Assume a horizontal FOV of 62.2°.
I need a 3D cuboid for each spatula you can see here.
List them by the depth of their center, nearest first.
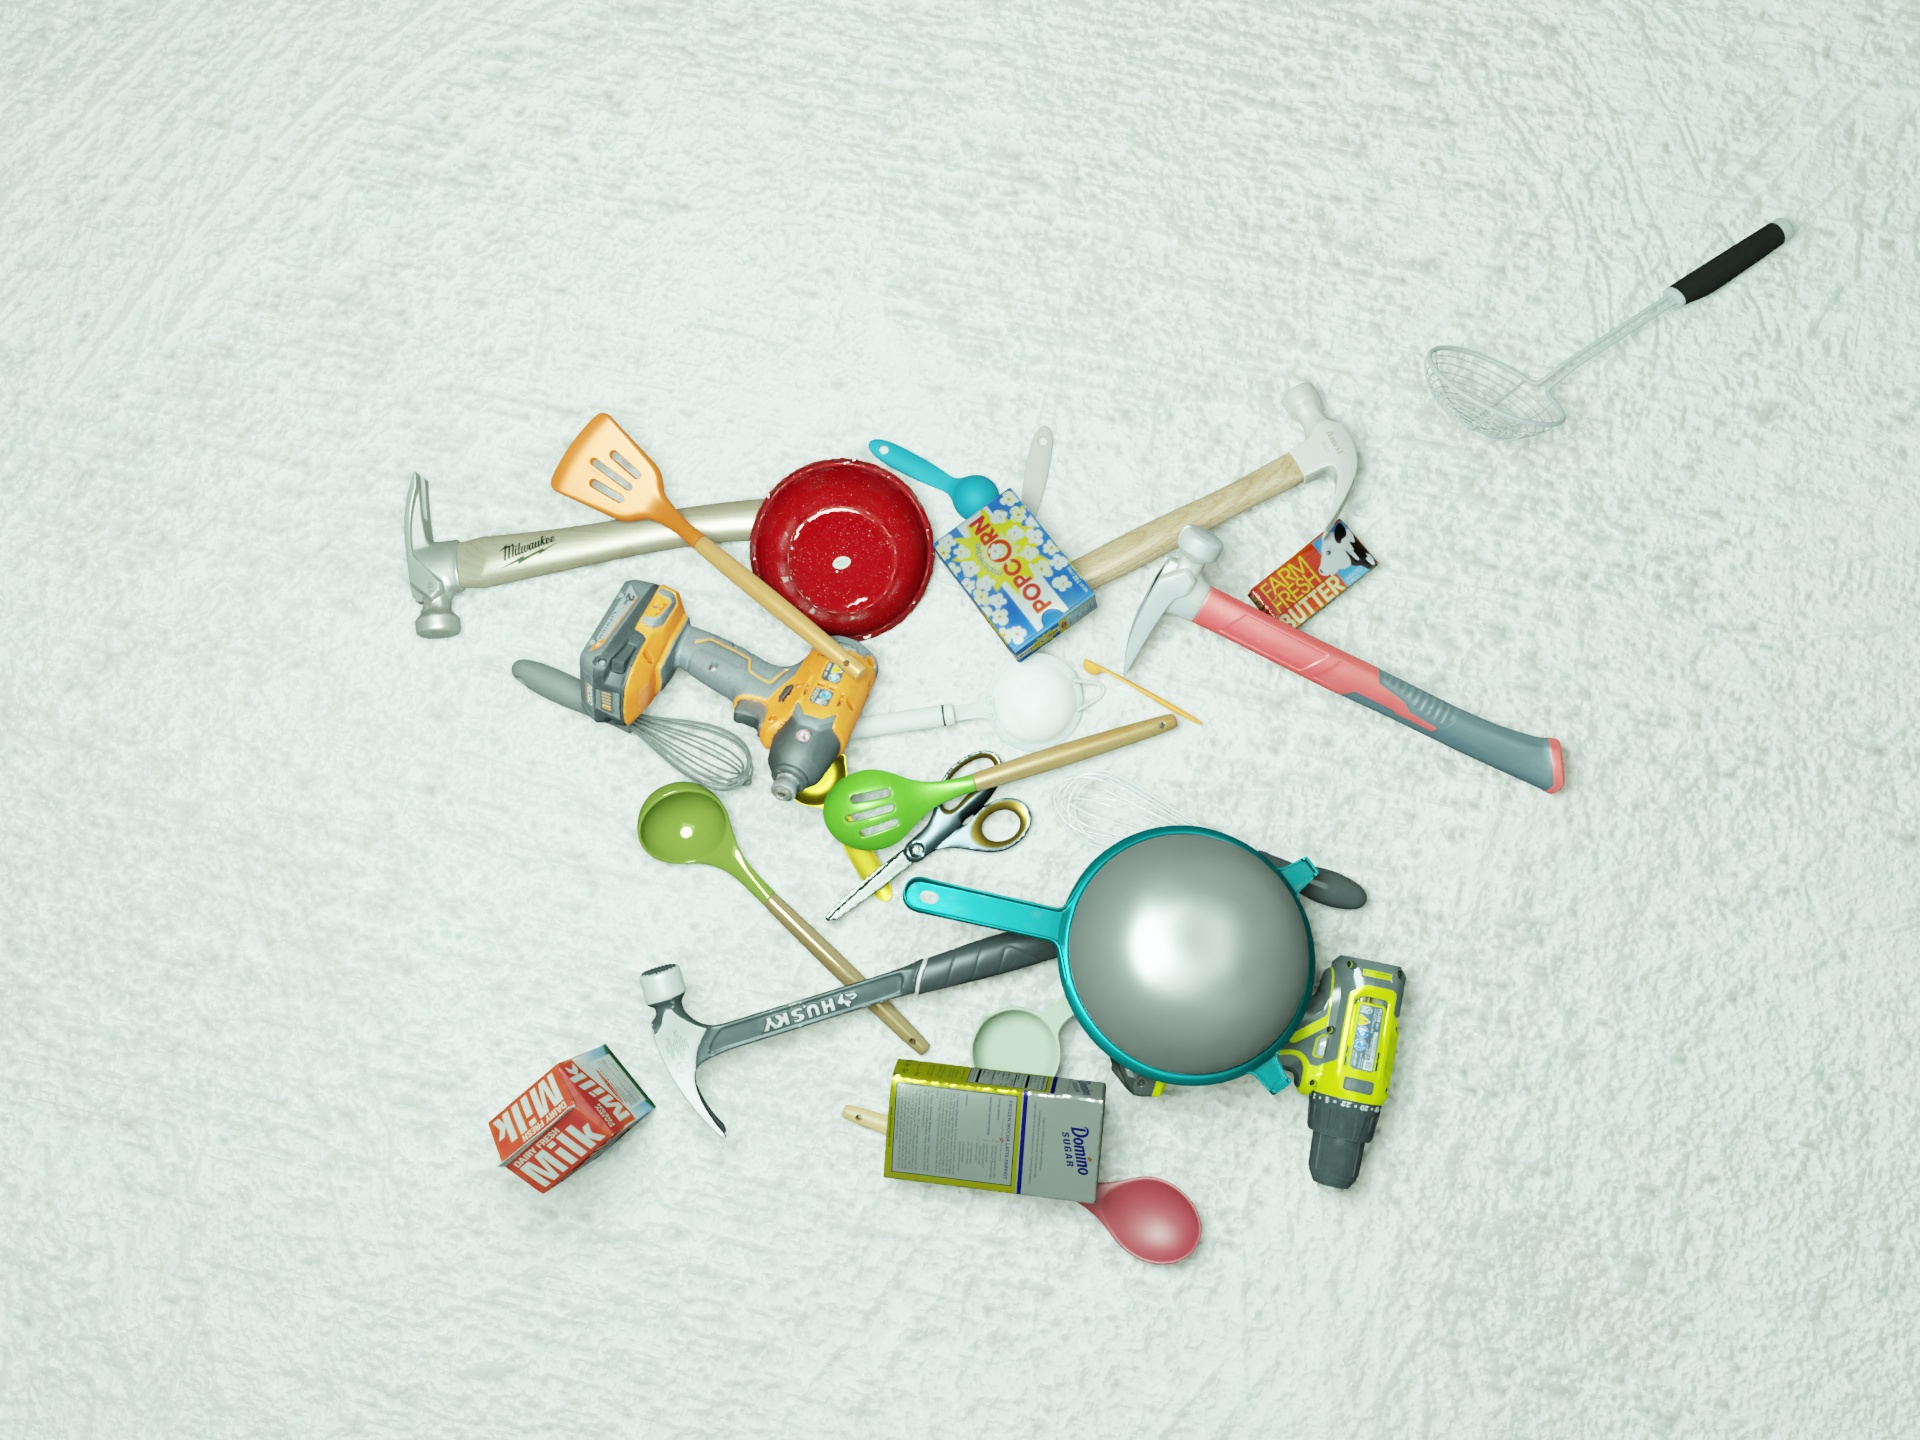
[{"bbox_3d":[-0.207,-0.137,1.344,0.323,0.041,0.081,39,96,13],"label":"spatula"}]

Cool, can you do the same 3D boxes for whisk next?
[{"bbox_3d":[0.211,0.106,1.350,0.284,0.070,0.070,19,85,-1],"label":"whisk"},{"bbox_3d":[-0.285,0.000,1.379,0.239,0.055,0.055,24,86,7],"label":"whisk"}]

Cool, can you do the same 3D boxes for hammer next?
[{"bbox_3d":[-0.051,0.225,1.332,0.409,0.036,0.149,-15,93,-7],"label":"hammer"},{"bbox_3d":[0.331,-0.021,1.355,0.386,0.038,0.143,26,115,-2],"label":"hammer"},{"bbox_3d":[0.190,-0.165,1.380,0.331,0.031,0.130,-27,71,2],"label":"hammer"},{"bbox_3d":[-0.283,-0.172,1.400,0.410,0.038,0.146,-8,83,0],"label":"hammer"}]

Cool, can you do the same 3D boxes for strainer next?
[{"bbox_3d":[0.124,0.162,1.245,0.340,0.095,0.211,13,72,-2],"label":"strainer"},{"bbox_3d":[-0.002,-0.004,1.375,0.258,0.050,0.087,-8,99,4],"label":"strainer"}]

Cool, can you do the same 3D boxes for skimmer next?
[{"bbox_3d":[0.566,-0.352,1.365,0.363,0.090,0.127,-32,53,-4],"label":"skimmer"}]

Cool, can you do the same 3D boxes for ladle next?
[{"bbox_3d":[0.049,0.381,1.341,0.315,0.031,0.069,18,88,5],"label":"ladle"},{"bbox_3d":[-0.147,0.173,1.353,0.320,0.062,0.078,44,103,2],"label":"ladle"}]

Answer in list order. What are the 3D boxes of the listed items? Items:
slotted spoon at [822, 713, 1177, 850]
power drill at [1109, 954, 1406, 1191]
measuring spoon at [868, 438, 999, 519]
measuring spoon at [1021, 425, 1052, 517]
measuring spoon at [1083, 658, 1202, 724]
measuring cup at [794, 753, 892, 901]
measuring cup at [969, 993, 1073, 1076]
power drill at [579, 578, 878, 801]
[{"bbox_3d":[0.035,0.043,1.356,0.313,0.031,0.070,-17,97,-5],"label":"slotted spoon"},{"bbox_3d":[0.246,0.277,1.321,0.228,0.080,0.190,12,84,0],"label":"power drill"},{"bbox_3d":[-0.025,-0.218,1.403,0.128,0.021,0.042,28,86,3],"label":"measuring spoon"},{"bbox_3d":[0.063,-0.202,1.401,0.034,0.018,0.124,11,84,3],"label":"measuring spoon"},{"bbox_3d":[0.157,-0.022,1.380,0.117,0.021,0.011,29,99,4],"label":"measuring spoon"},{"bbox_3d":[-0.102,0.088,1.380,0.062,0.029,0.156,-30,96,-4],"label":"measuring cup"},{"bbox_3d":[0.080,0.250,1.348,0.167,0.038,0.083,-41,85,-4],"label":"measuring cup"},{"bbox_3d":[-0.198,-0.022,1.331,0.226,0.084,0.164,17,49,4],"label":"power drill"}]
